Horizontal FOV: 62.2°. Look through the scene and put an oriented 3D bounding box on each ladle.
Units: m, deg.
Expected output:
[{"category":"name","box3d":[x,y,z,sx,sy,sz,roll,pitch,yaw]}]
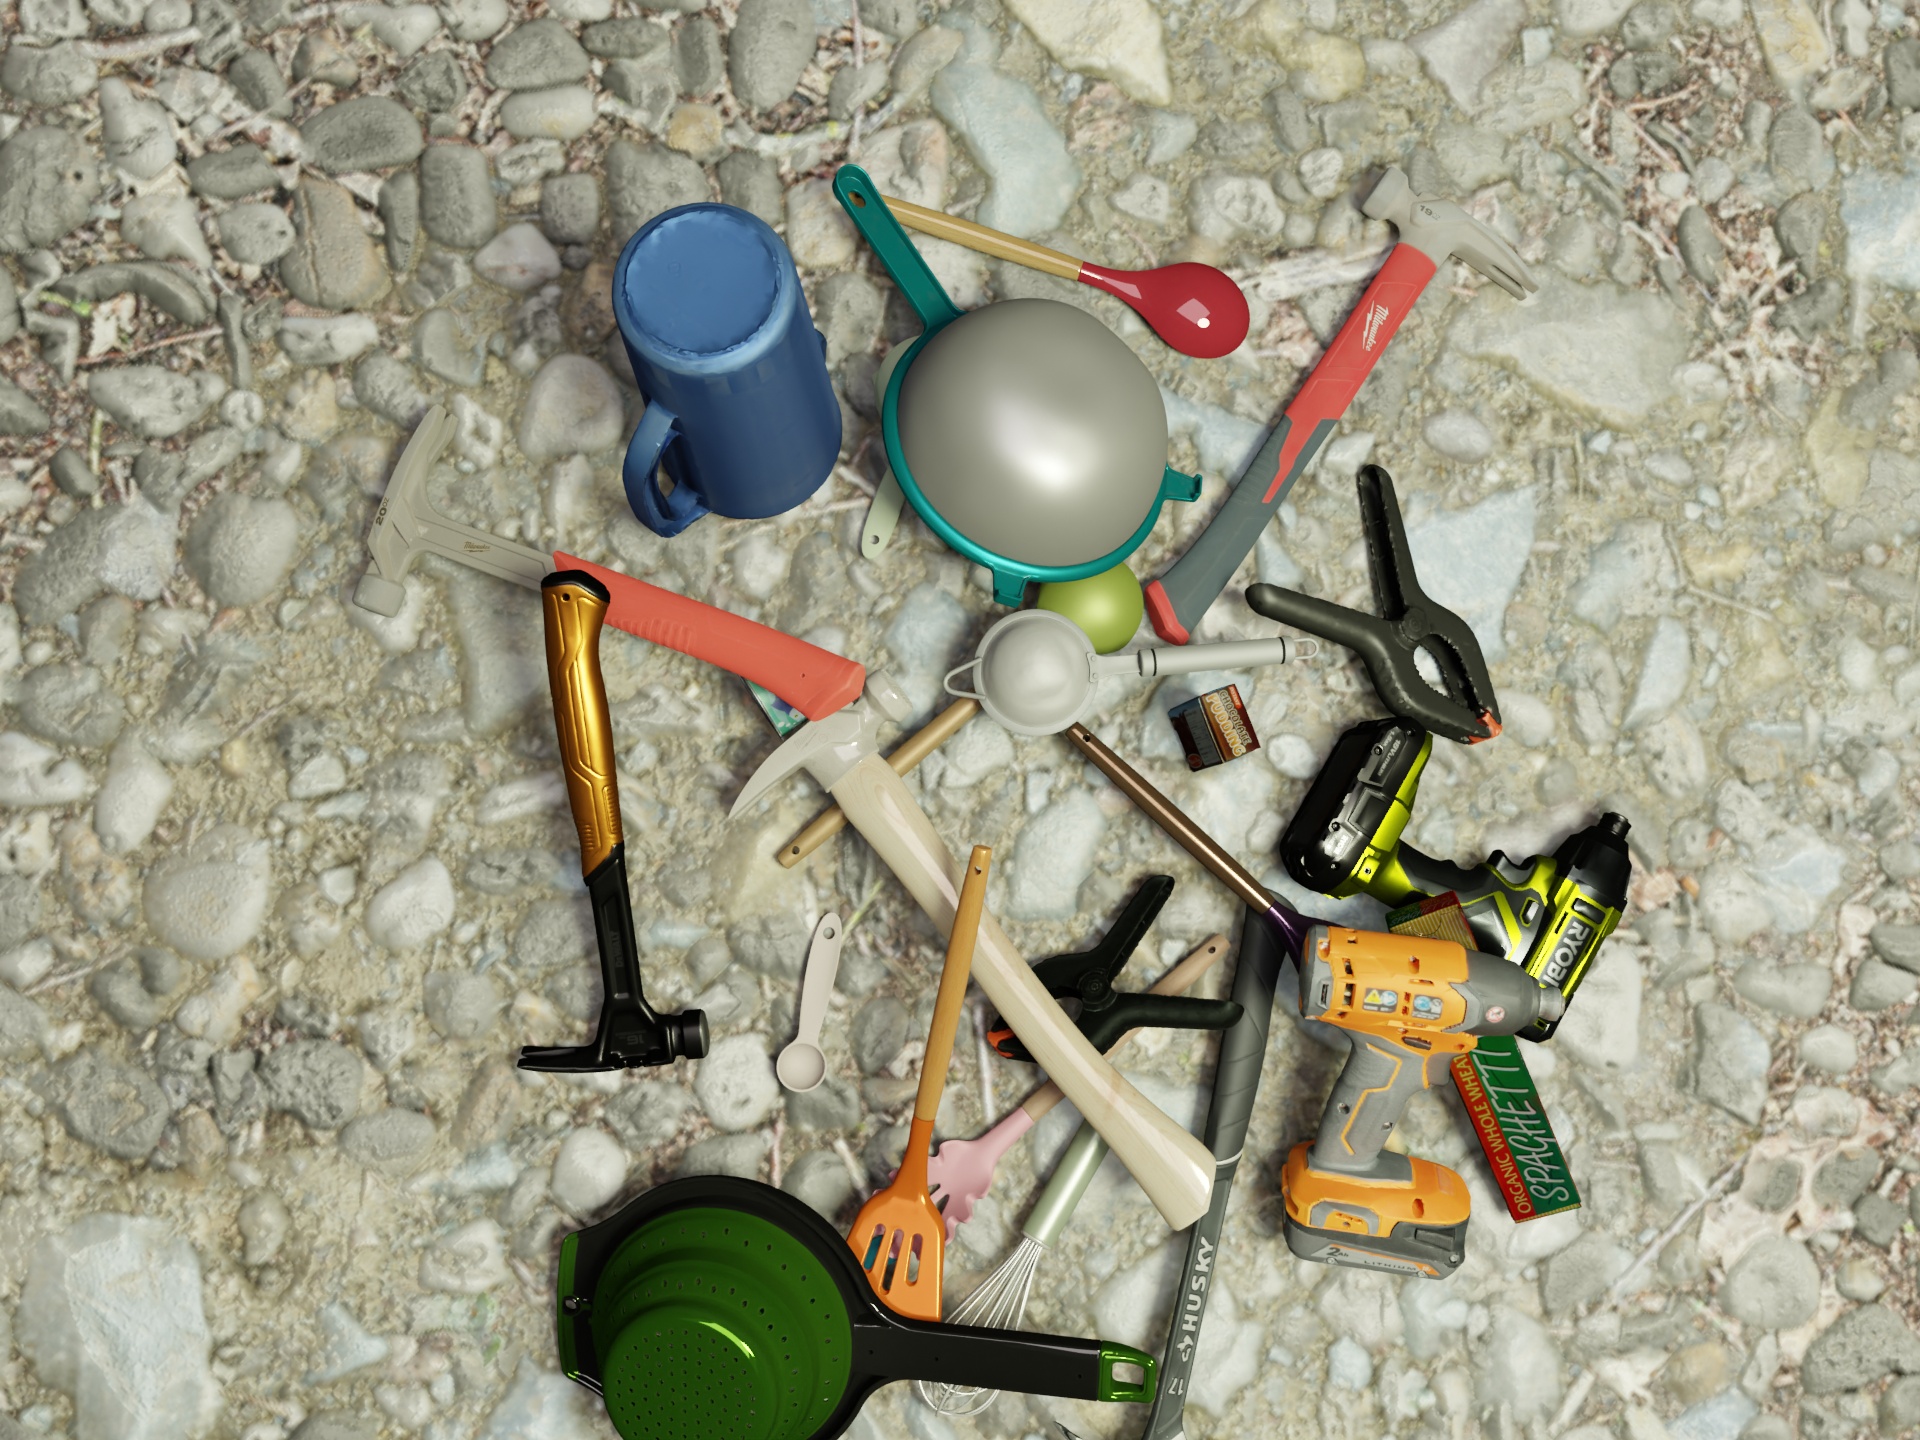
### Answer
[{"category":"ladle","box3d":[0.063,-0.336,1.156,0.315,0.031,0.069,18,84,-1]},{"category":"ladle","box3d":[-0.002,-0.004,1.118,0.320,0.062,0.078,-40,86,0]}]

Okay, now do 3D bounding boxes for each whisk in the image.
[{"category":"whisk","box3d":[0.048,0.360,1.082,0.058,0.059,0.246,29,78,15]}]

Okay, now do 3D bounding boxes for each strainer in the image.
[{"category":"strainer","box3d":[0.024,-0.258,1.073,0.211,0.095,0.340,-32,84,-27]},{"category":"strainer","box3d":[0.118,-0.040,1.075,0.258,0.050,0.087,-5,84,-6]}]

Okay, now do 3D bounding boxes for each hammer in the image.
[{"category":"hammer","box3d":[-0.245,0.070,1.042,0.127,0.034,0.336,-5,102,-5]},{"category":"hammer","box3d":[-0.229,-0.090,1.062,0.359,0.036,0.149,20,85,12]},{"category":"hammer","box3d":[0.017,0.167,1.055,0.146,0.038,0.411,-39,82,4]},{"category":"hammer","box3d":[0.170,0.315,1.085,0.149,0.036,0.409,18,79,-25]},{"category":"hammer","box3d":[0.266,-0.210,1.154,0.143,0.038,0.386,34,83,-3]}]

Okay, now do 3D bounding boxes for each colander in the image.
[{"category":"colander","box3d":[-0.079,0.406,0.991,0.397,0.094,0.204,3,98,8]}]

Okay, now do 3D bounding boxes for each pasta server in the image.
[{"category":"pasta server","box3d":[0.067,0.253,1.096,0.316,0.040,0.060,-40,75,-8]}]

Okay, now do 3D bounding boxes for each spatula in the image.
[{"category":"spatula","box3d":[-0.019,0.237,1.029,0.081,0.041,0.322,13,100,7]},{"category":"spatula","box3d":[0.194,0.109,1.094,0.316,0.018,0.060,42,73,2]}]

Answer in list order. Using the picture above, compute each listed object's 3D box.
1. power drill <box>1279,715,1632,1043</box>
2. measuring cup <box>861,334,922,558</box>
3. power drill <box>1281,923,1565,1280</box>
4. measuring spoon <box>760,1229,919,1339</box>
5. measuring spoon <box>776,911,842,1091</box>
[{"category":"power drill","box3d":[0.355,0.098,1.117,0.223,0.080,0.171,32,84,-5]},{"category":"measuring cup","box3d":[-0.037,-0.195,1.126,0.083,0.038,0.167,19,81,-3]},{"category":"power drill","box3d":[0.297,0.248,1.043,0.164,0.084,0.226,6,109,9]},{"category":"measuring spoon","box3d":[-0.085,0.380,1.078,0.128,0.021,0.042,-27,88,-5]},{"category":"measuring spoon","box3d":[-0.101,0.194,1.101,0.034,0.018,0.124,12,77,-3]}]
